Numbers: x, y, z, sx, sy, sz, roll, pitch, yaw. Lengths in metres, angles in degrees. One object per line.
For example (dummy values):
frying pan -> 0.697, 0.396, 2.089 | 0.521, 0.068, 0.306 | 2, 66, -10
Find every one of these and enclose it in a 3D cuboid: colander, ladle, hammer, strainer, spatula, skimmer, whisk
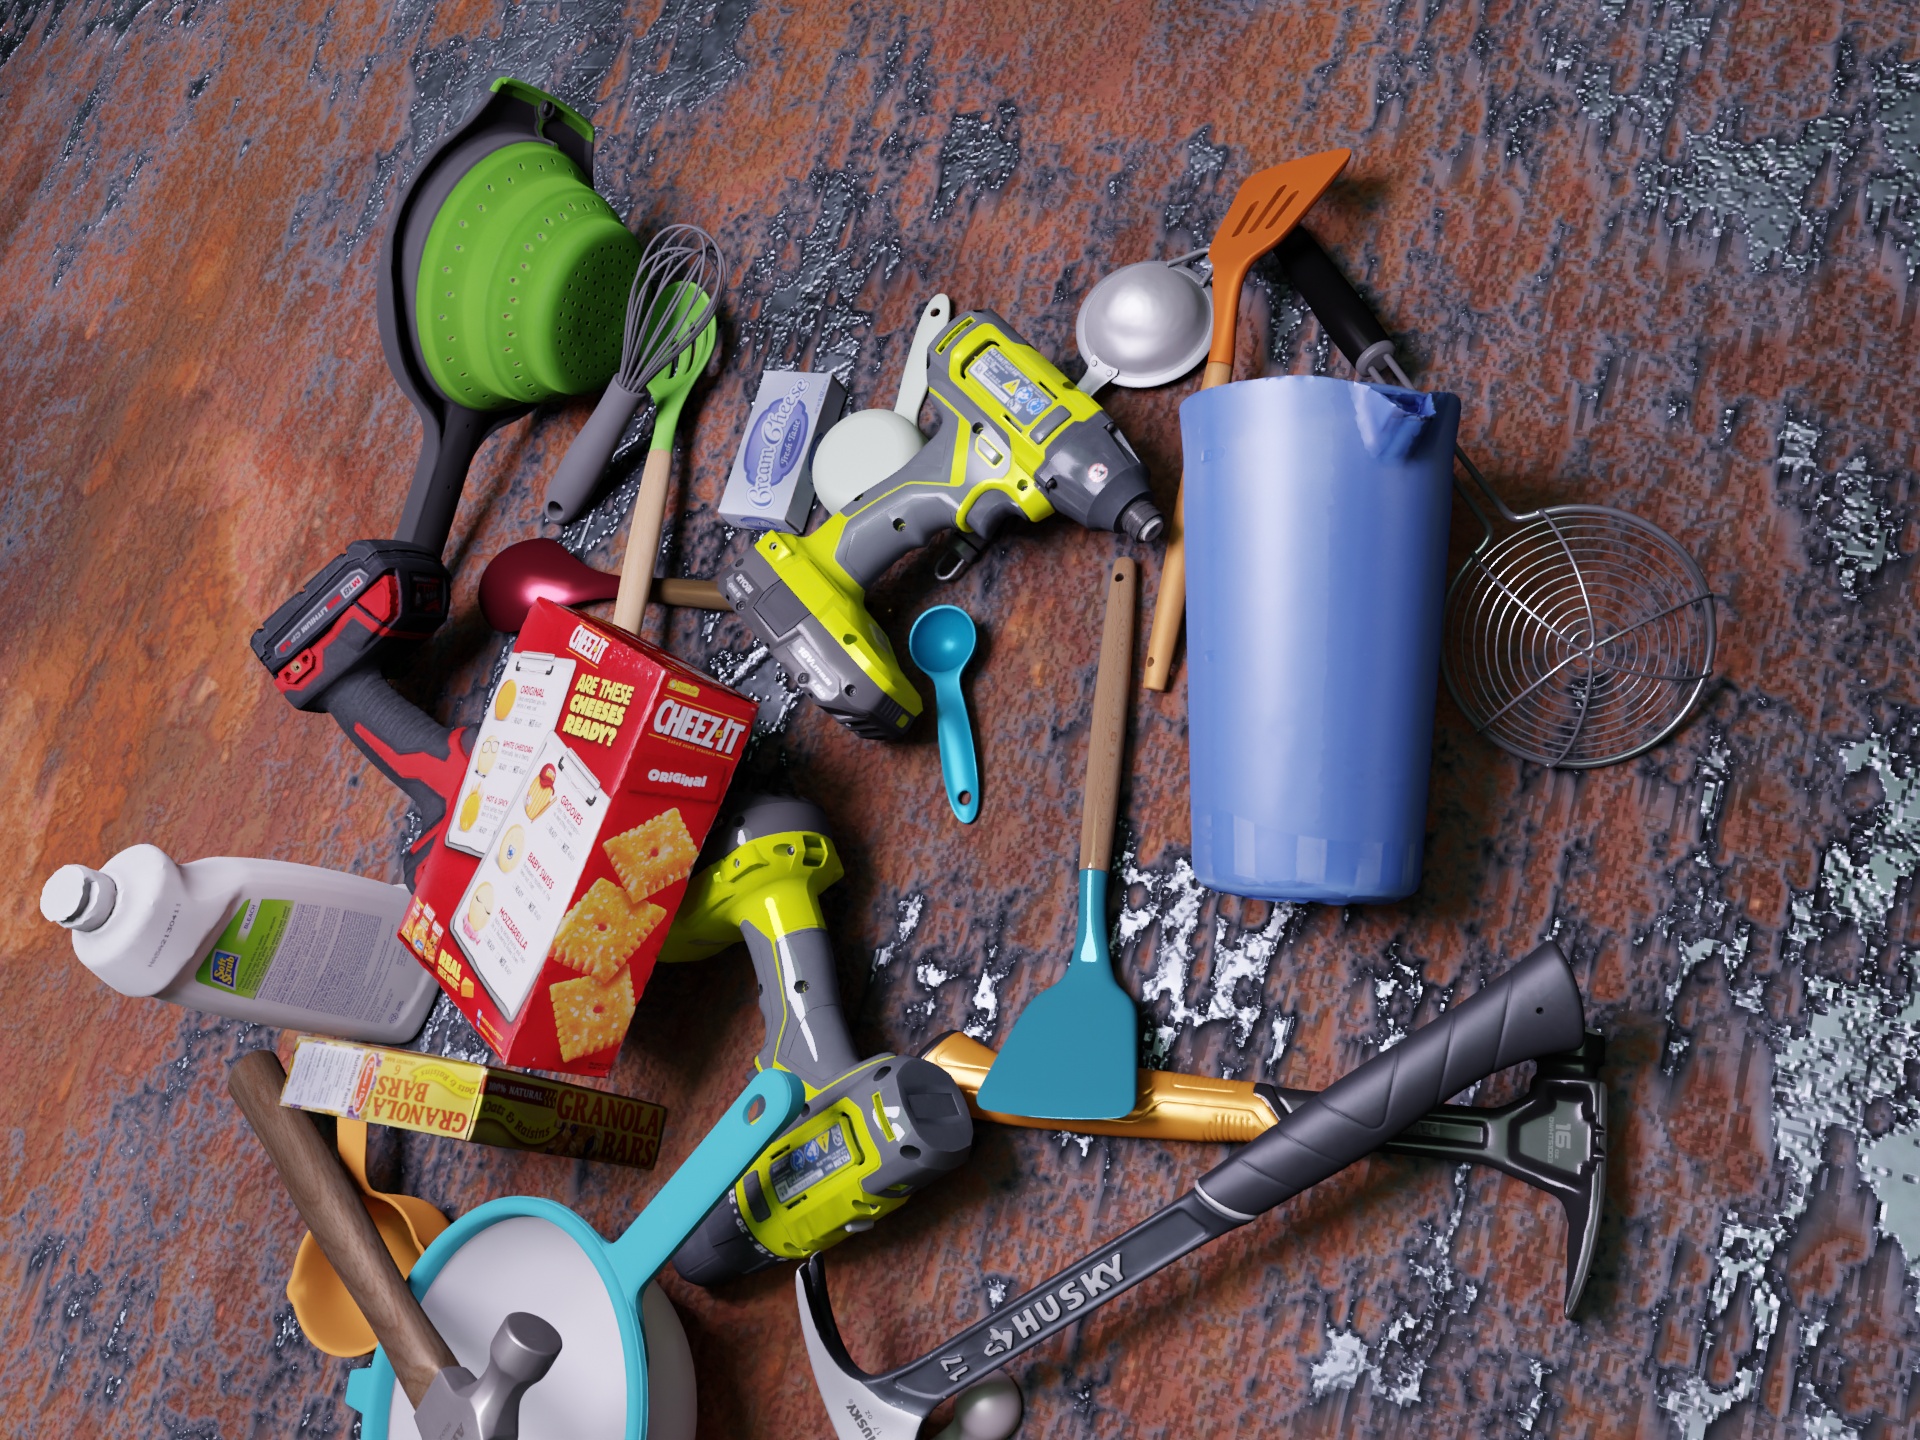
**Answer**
colander -> -0.293, -0.198, 1.031 | 0.094, 0.204, 0.397 | 24, 100, 18
ladle -> -0.183, -0.080, 1.009 | 0.315, 0.031, 0.069 | 6, 72, 23
hammer -> -0.327, 0.283, 0.854 | 0.332, 0.031, 0.130 | 33, 94, 41
hammer -> 0.102, 0.224, 0.725 | 0.409, 0.036, 0.149 | -36, 81, 12
strainer -> -0.165, 0.307, 0.800 | 0.340, 0.095, 0.211 | -50, 50, 10
spatula -> 0.147, -0.172, 0.890 | 0.081, 0.041, 0.323 | 6, 82, 53
skimmer -> 0.257, -0.138, 0.844 | 0.127, 0.090, 0.364 | -34, 52, 16
hammer -> 0.131, 0.198, 0.771 | 0.337, 0.034, 0.127 | 1, 71, 23
whisk -> -0.213, -0.213, 1.009 | 0.239, 0.055, 0.055 | -51, 56, 32
strainer -> 0.066, -0.185, 0.936 | 0.087, 0.050, 0.258 | 39, 92, 24
spatula -> 0.071, 0.052, 0.838 | 0.082, 0.044, 0.318 | -3, 67, 25

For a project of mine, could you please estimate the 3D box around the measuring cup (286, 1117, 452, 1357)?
measuring cup -> -0.337, 0.279, 0.927 | 0.095, 0.052, 0.174 | -19, 63, 15

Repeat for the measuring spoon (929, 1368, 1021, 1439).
measuring spoon -> -0.020, 0.368, 0.780 | 0.124, 0.018, 0.034 | -46, 61, 2

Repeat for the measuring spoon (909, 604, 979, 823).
measuring spoon -> -0.001, -0.003, 0.913 | 0.042, 0.021, 0.129 | -13, 76, 20

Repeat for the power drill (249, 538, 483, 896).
power drill -> -0.318, 0.002, 0.977 | 0.143, 0.078, 0.220 | -38, 83, 11

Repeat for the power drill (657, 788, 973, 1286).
power drill -> -0.108, 0.172, 0.847 | 0.190, 0.080, 0.229 | -37, 61, 27

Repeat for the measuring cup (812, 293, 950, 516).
measuring cup -> -0.041, -0.197, 0.982 | 0.083, 0.038, 0.168 | 12, 79, 26

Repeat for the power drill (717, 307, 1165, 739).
power drill -> -0.010, -0.102, 0.886 | 0.223, 0.080, 0.171 | -43, 66, 3

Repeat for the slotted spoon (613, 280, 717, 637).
slotted spoon -> -0.197, -0.148, 1.019 | 0.070, 0.031, 0.314 | -12, 60, 32
